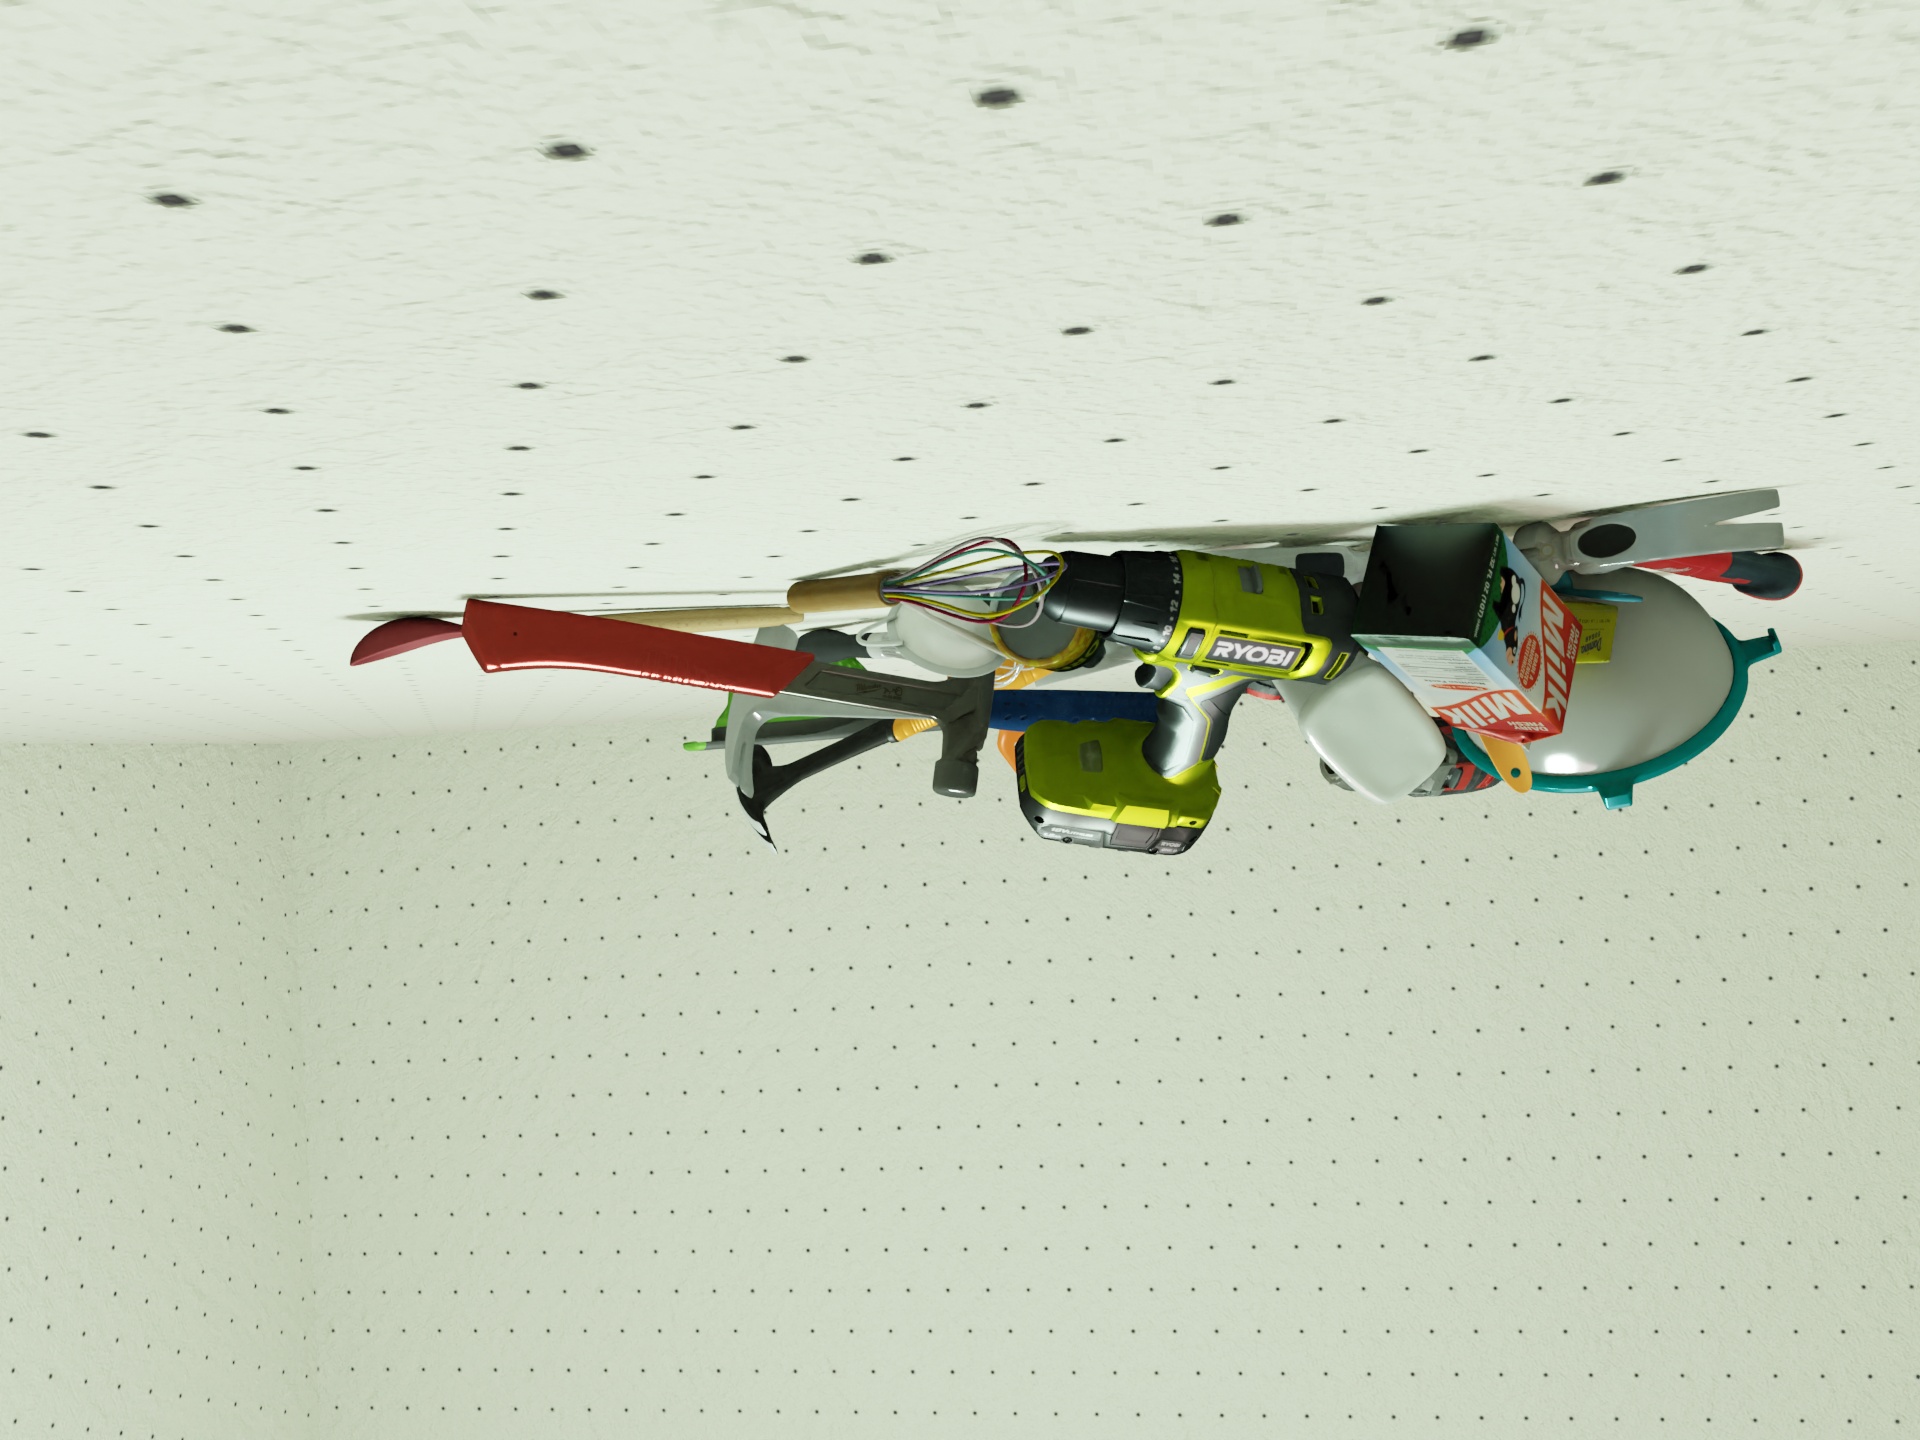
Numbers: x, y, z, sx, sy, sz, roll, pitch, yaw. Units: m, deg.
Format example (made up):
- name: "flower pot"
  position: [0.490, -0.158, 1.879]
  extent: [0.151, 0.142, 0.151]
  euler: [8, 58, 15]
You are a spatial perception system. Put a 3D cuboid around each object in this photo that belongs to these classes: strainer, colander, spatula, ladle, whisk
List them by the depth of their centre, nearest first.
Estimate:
- name: "whisk"
  position: [-0.030, -0.076, 0.926]
  extent: [0.051, 0.047, 0.245]
  euler: [21, 168, -38]
- name: "strainer"
  position: [0.056, -0.061, 1.101]
  extent: [0.258, 0.087, 0.050]
  euler: [5, 134, -24]
- name: "ladle"
  position: [-0.267, -0.065, 1.127]
  extent: [0.315, 0.031, 0.069]
  euler: [-5, -178, -15]
- name: "strainer"
  position: [0.423, -0.071, 1.220]
  extent: [0.211, 0.095, 0.341]
  euler: [-40, -144, -15]
- name: "whisk"
  position: [-0.042, -0.063, 1.301]
  extent: [0.070, 0.070, 0.285]
  euler: [-2, -177, -44]
- name: "spatula"
  position: [0.038, 0.002, 1.478]
  extent: [0.081, 0.041, 0.322]
  euler: [-47, 164, 6]
- name: "colander"
  position: [-0.077, -0.032, 1.573]
  extent: [0.397, 0.094, 0.204]
  euler: [-5, 180, -15]

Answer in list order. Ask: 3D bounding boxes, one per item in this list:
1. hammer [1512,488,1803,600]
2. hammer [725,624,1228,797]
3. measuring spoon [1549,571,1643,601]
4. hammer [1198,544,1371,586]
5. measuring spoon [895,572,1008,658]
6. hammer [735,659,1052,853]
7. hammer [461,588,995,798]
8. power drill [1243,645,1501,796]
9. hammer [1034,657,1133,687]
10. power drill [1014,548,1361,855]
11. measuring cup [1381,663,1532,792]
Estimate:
- name: "hammer"
  position: [0.501, -0.106, 1.031]
  extent: [0.143, 0.038, 0.386]
  euler: [-7, 177, 41]
- name: "hammer"
  position: [-0.002, -0.004, 1.175]
  extent: [0.405, 0.144, 0.035]
  euler: [2, 153, 29]
- name: "measuring spoon"
  position: [0.430, -0.098, 1.104]
  extent: [0.042, 0.021, 0.129]
  euler: [-2, -170, -14]
- name: "hammer"
  position: [0.163, -0.087, 1.107]
  extent: [0.128, 0.033, 0.331]
  euler: [-4, 179, -21]
- name: "measuring spoon"
  position: [-0.004, -0.067, 1.026]
  extent: [0.124, 0.018, 0.034]
  euler: [26, -177, -34]
- name: "hammer"
  position: [-0.025, -0.005, 1.281]
  extent: [0.337, 0.034, 0.127]
  euler: [-26, -149, -1]
- name: "hammer"
  position: [-0.147, -0.045, 1.068]
  extent: [0.359, 0.149, 0.037]
  euler: [9, 167, -20]
- name: "power drill"
  position: [0.317, -0.012, 1.304]
  extent: [0.187, 0.080, 0.227]
  euler: [-3, -147, -34]
- name: "hammer"
  position: [0.077, -0.060, 1.549]
  extent: [0.146, 0.038, 0.411]
  euler: [-15, -176, -15]
- name: "power drill"
  position: [0.113, -0.016, 0.973]
  extent: [0.190, 0.080, 0.228]
  euler: [8, 140, -14]
- name: "measuring cup"
  position: [0.326, -0.032, 1.044]
  extent: [0.095, 0.173, 0.052]
  euler: [-27, -179, 4]
